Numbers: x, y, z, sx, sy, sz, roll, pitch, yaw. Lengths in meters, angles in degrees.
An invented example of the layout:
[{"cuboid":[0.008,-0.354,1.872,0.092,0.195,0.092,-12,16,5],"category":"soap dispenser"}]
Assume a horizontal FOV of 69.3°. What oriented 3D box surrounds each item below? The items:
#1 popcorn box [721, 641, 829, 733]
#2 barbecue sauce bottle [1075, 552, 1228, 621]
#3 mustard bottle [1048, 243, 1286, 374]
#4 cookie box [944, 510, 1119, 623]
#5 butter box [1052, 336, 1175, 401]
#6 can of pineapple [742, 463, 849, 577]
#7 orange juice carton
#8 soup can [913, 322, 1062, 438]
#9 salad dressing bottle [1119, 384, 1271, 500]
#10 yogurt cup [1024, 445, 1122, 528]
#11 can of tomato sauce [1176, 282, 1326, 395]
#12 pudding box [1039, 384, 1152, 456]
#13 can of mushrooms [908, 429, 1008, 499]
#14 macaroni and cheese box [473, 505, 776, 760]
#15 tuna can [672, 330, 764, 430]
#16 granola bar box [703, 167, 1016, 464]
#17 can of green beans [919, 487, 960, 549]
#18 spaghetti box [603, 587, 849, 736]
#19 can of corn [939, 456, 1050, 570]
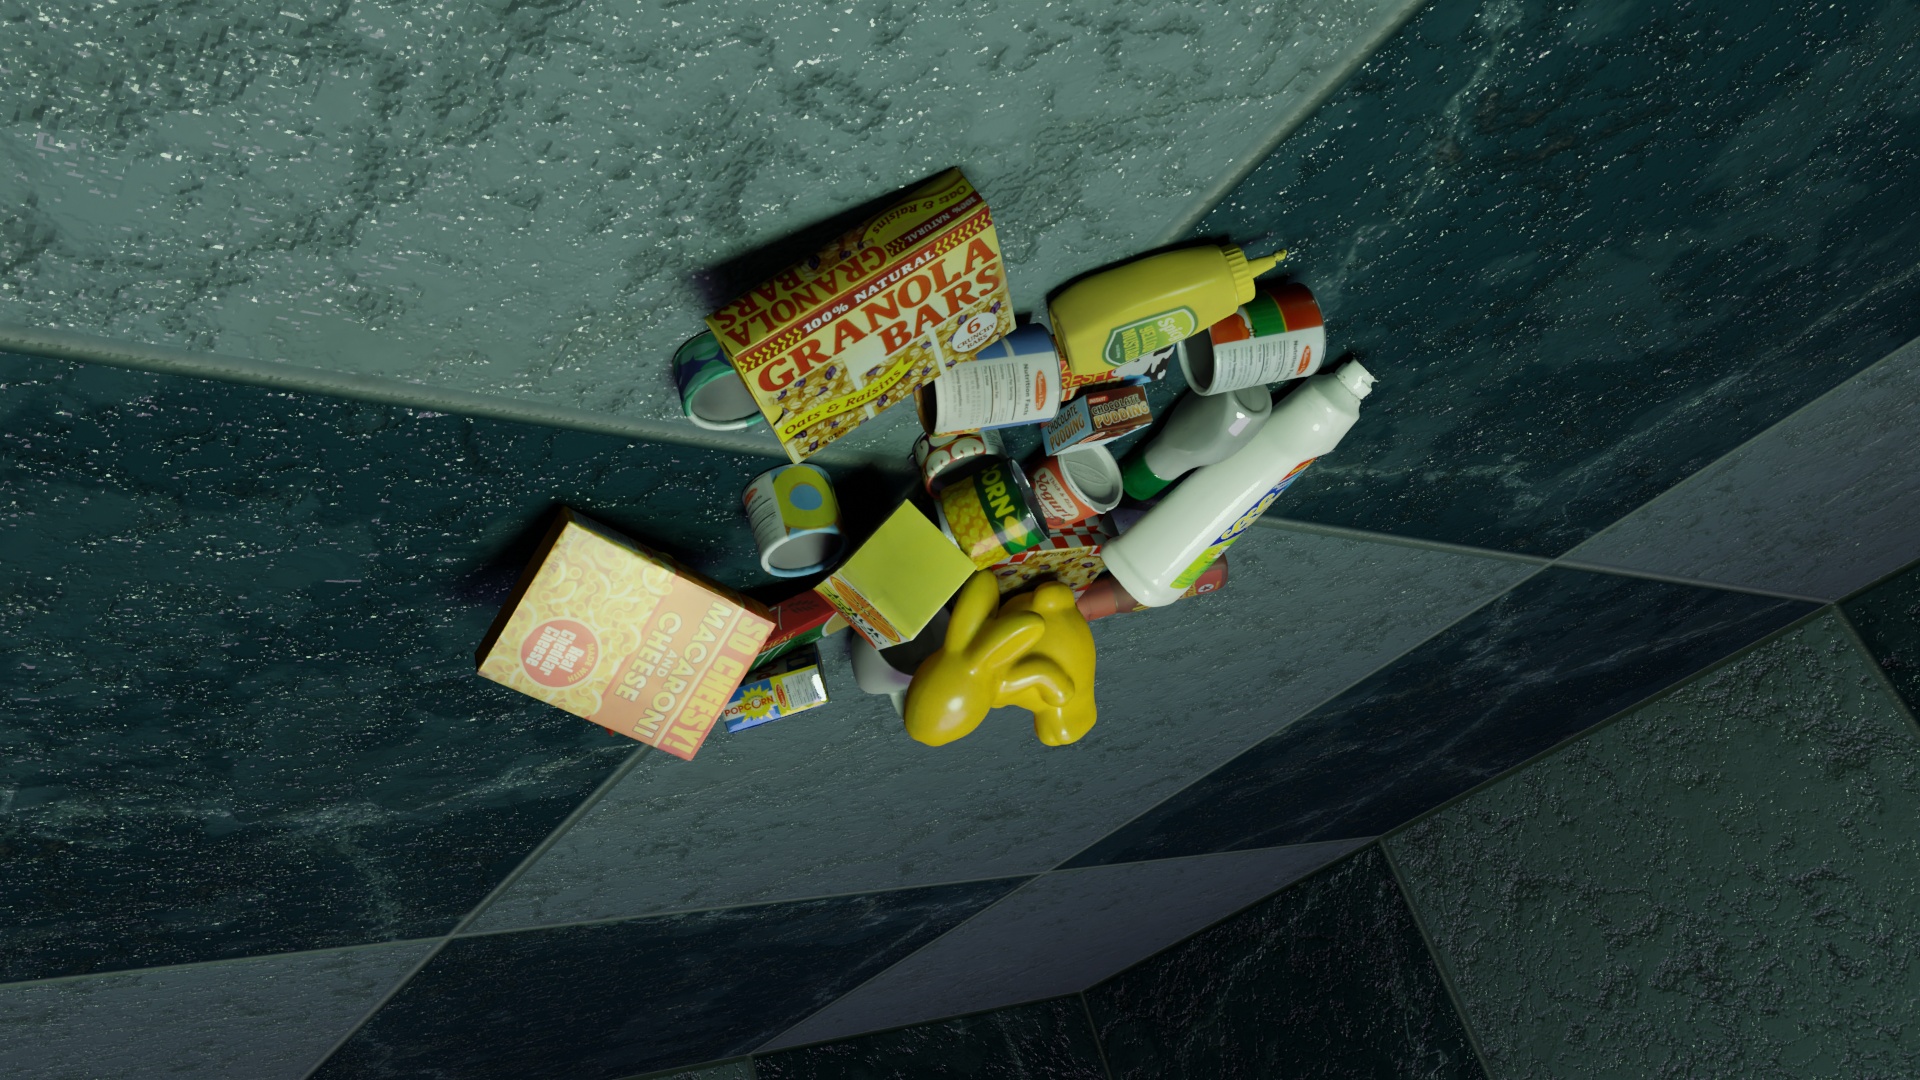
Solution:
[{"cuboid":[-0.158,0.114,1.161,0.085,0.038,0.127,-17,-167,-5],"category":"popcorn box"},{"cuboid":[0.177,0.041,1.320,0.149,0.044,0.064,-16,154,-7],"category":"barbecue sauce bottle"},{"cuboid":[0.139,-0.159,0.908,0.160,0.049,0.065,-21,155,3],"category":"mustard bottle"},{"cuboid":[0.052,0.037,1.231,0.123,0.040,0.166,-6,150,-27],"category":"cookie box"},{"cuboid":[0.097,-0.126,0.971,0.104,0.024,0.053,-13,154,-12],"category":"butter box"},{"cuboid":[-0.117,-0.014,1.002,0.071,0.058,0.070,-16,153,-8],"category":"can of pineapple"},{"cuboid":[-0.056,0.031,1.045,0.073,0.072,0.192,-47,-176,-14],"category":"orange juice carton"},{"cuboid":[0.015,-0.106,0.911,0.084,0.071,0.071,-9,152,-15],"category":"soup can"},{"cuboid":[0.178,-0.079,1.080,0.044,0.064,0.147,11,150,-27],"category":"salad dressing bottle"},{"cuboid":[0.084,-0.044,1.075,0.072,0.072,0.053,8,150,-42],"category":"yogurt cup"},{"cuboid":[0.200,-0.141,0.968,0.083,0.071,0.071,-12,152,-13],"category":"can of tomato sauce"},{"cuboid":[0.097,-0.086,1.005,0.050,0.030,0.083,-12,176,-22],"category":"pudding box"},{"cuboid":[-0.001,-0.059,1.022,0.071,0.033,0.070,-16,154,-8],"category":"can of mushrooms"},{"cuboid":[-0.233,0.067,0.975,0.166,0.040,0.123,30,96,-28],"category":"macaroni and cheese box"},{"cuboid":[-0.140,-0.100,0.853,0.071,0.033,0.070,-15,154,-8],"category":"tuna can"},{"cuboid":[-0.052,-0.127,0.811,0.166,0.039,0.123,-32,154,-6],"category":"granola bar box"},{"cuboid":[0.004,-0.014,1.075,0.058,0.071,0.071,-11,152,-15],"category":"can of green beans"},{"cuboid":[-0.171,0.084,1.101,0.251,0.029,0.050,-24,160,-34],"category":"spaghetti box"},{"cuboid":[0.024,-0.020,0.999,0.058,0.071,0.071,-25,153,10],"category":"can of corn"}]
